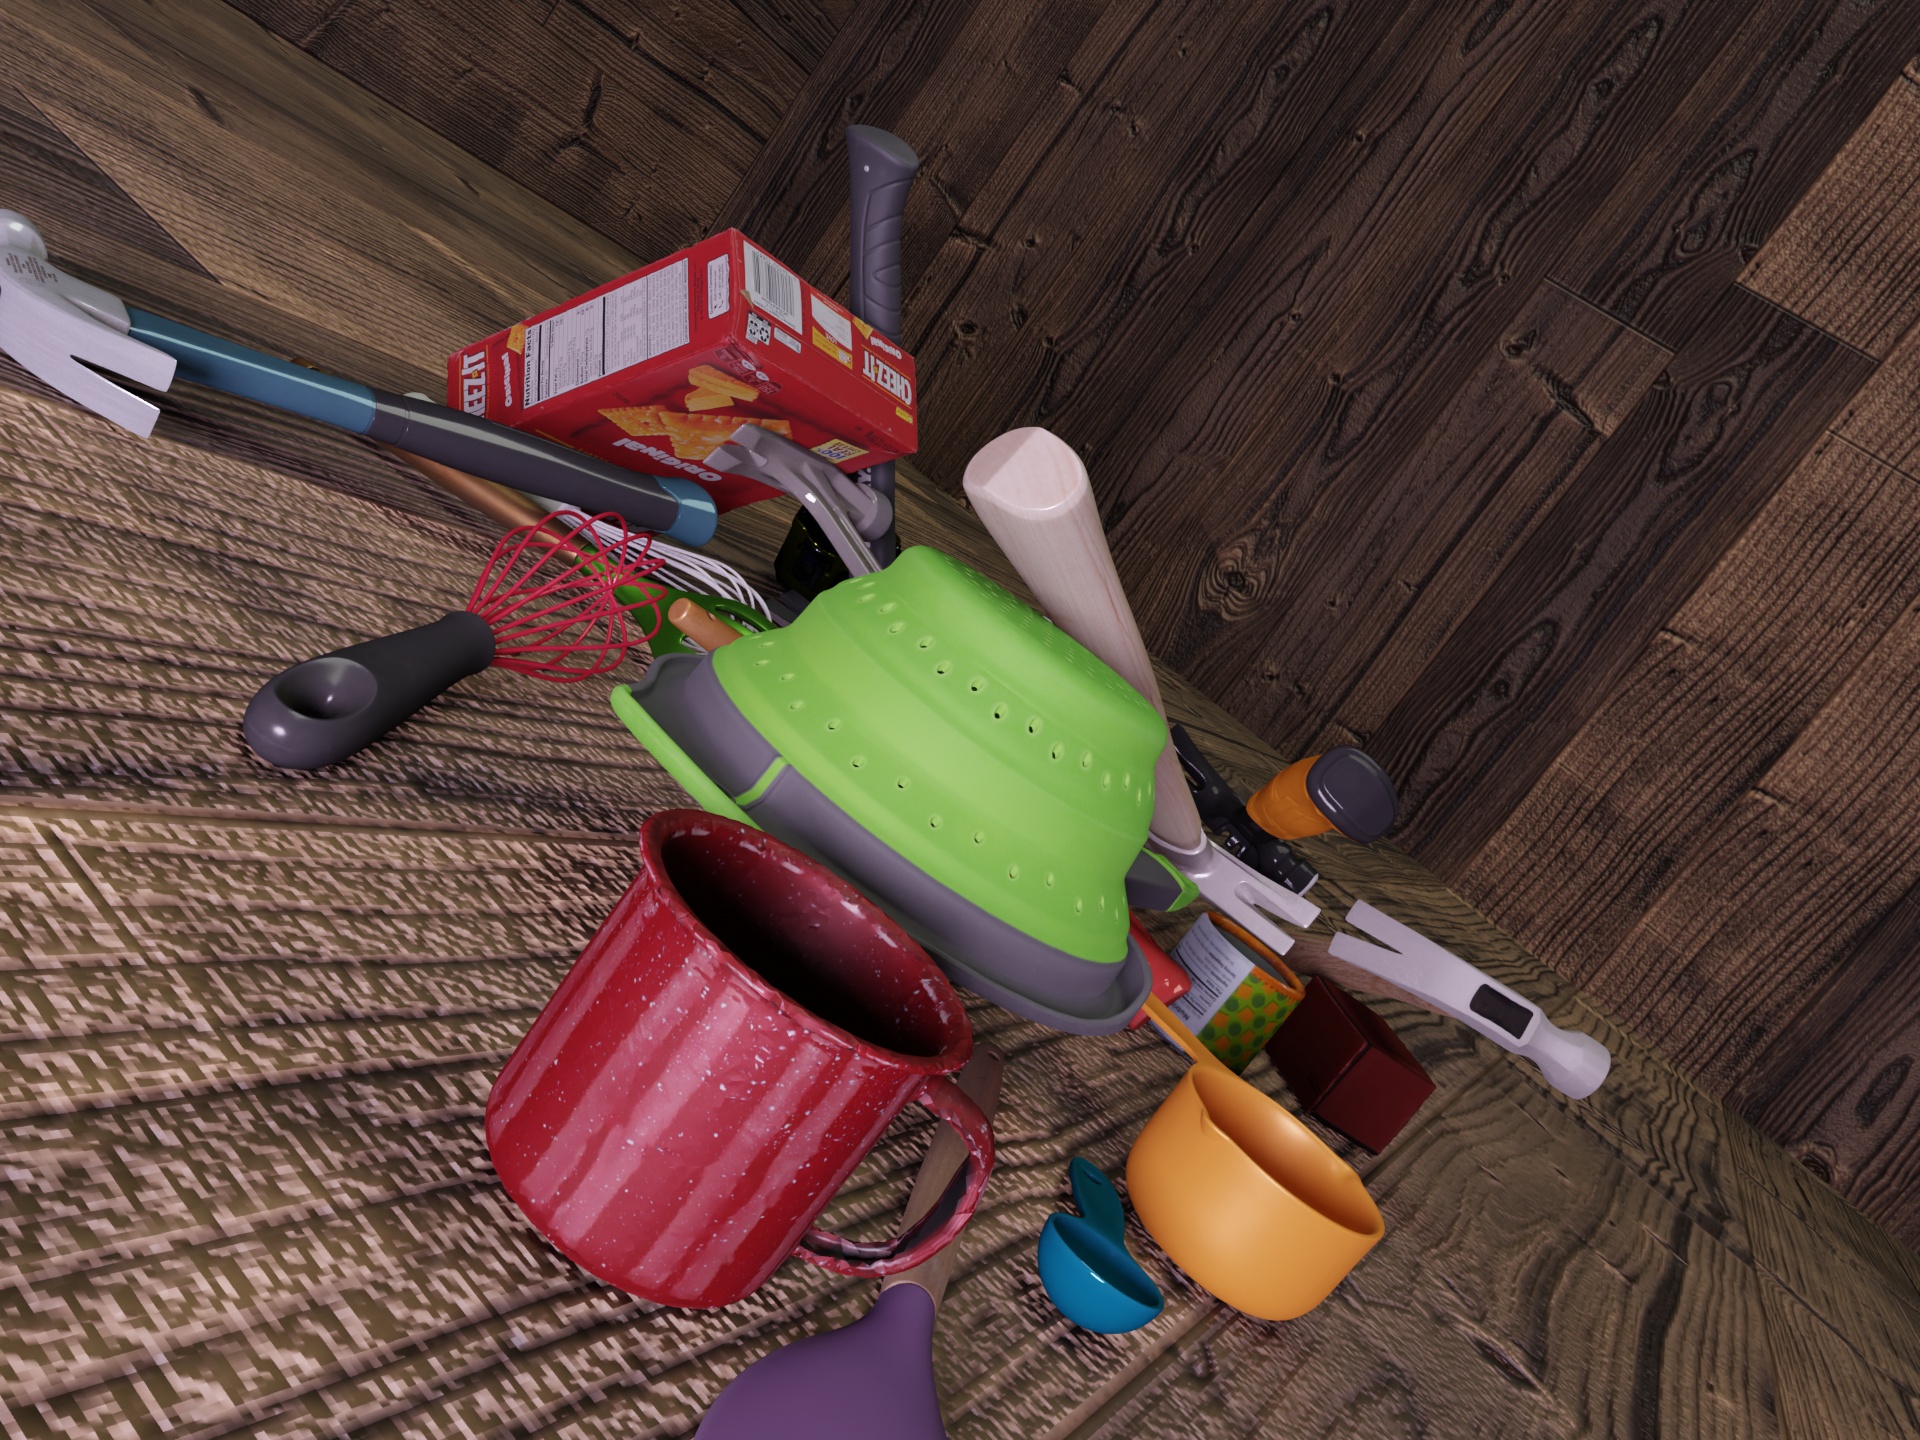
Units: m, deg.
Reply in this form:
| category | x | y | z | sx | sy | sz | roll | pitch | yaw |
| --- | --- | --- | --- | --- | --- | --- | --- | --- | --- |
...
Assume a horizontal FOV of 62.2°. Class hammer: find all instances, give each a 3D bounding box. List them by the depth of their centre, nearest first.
| category | x | y | z | sx | sy | sz | roll | pitch | yaw |
| --- | --- | --- | --- | --- | --- | --- | --- | --- | --- |
| hammer | 0.081 | 0.002 | 0.696 | 0.146 | 0.038 | 0.410 | 37 | -9 | 25 |
| hammer | -0.254 | -0.135 | 0.711 | 0.330 | 0.033 | 0.128 | 14 | 24 | -42 |
| hammer | -0.001 | -0.003 | 0.813 | 0.359 | 0.036 | 0.149 | 56 | 18 | 21 |
| hammer | 0.160 | 0.040 | 0.817 | 0.127 | 0.034 | 0.337 | 47 | -3 | 6 |
| hammer | 0.225 | 0.141 | 0.915 | 0.130 | 0.031 | 0.331 | 34 | -8 | -9 |
| hammer | -0.057 | -0.186 | 0.972 | 0.146 | 0.334 | 0.035 | 16 | 28 | 28 |

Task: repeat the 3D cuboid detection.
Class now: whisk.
| category | x | y | z | sx | sy | sz | roll | pitch | yaw |
| --- | --- | --- | --- | --- | --- | --- | --- | --- | --- |
| whisk | -0.174 | -0.032 | 0.586 | 0.073 | 0.073 | 0.296 | 36 | 16 | -2 |
| whisk | -0.203 | -0.102 | 0.840 | 0.246 | 0.059 | 0.057 | 34 | -28 | 9 |

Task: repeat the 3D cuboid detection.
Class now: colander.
| category | x | y | z | sx | sy | sz | roll | pitch | yaw |
| --- | --- | --- | --- | --- | --- | --- | --- | --- | --- |
| colander | 0.039 | 0.020 | 0.617 | 0.205 | 0.094 | 0.396 | 41 | 10 | 27 |

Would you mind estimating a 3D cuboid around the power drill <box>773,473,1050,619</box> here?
| category | x | y | z | sx | sy | sz | roll | pitch | yaw |
| --- | --- | --- | --- | --- | --- | --- | --- | --- | --- |
| power drill | -0.020 | -0.082 | 1.105 | 0.223 | 0.080 | 0.171 | 37 | -23 | -4 |

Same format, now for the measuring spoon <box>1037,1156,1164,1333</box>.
| category | x | y | z | sx | sy | sz | roll | pitch | yaw |
| --- | --- | --- | --- | --- | --- | --- | --- | --- | --- |
| measuring spoon | 0.040 | 0.168 | 0.514 | 0.042 | 0.021 | 0.128 | 36 | 1 | 3 |

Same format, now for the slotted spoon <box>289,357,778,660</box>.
| category | x | y | z | sx | sy | sz | roll | pitch | yaw |
| --- | --- | --- | --- | --- | --- | --- | --- | --- | --- |
| slotted spoon | -0.209 | -0.094 | 0.788 | 0.314 | 0.031 | 0.070 | 33 | 51 | 7 |

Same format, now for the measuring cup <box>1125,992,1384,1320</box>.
| category | x | y | z | sx | sy | sz | roll | pitch | yaw |
| --- | --- | --- | --- | --- | --- | --- | --- | --- | --- |
| measuring cup | 0.083 | 0.153 | 0.608 | 0.095 | 0.052 | 0.174 | 28 | 11 | -40 |

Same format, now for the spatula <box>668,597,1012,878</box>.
| category | x | y | z | sx | sy | sz | roll | pitch | yaw |
| --- | --- | --- | --- | --- | --- | --- | --- | --- | --- |
| spatula | -0.028 | 0.016 | 0.802 | 0.322 | 0.041 | 0.081 | 38 | 22 | -46 |

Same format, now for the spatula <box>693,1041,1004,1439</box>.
| category | x | y | z | sx | sy | sz | roll | pitch | yaw |
| --- | --- | --- | --- | --- | --- | --- | --- | --- | --- |
| spatula | -0.012 | 0.143 | 0.426 | 0.060 | 0.018 | 0.316 | 33 | 11 | 3 |

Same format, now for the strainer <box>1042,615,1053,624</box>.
| category | x | y | z | sx | sy | sz | roll | pitch | yaw |
| --- | --- | --- | --- | --- | --- | --- | --- | --- | --- |
| strainer | 0.052 | -0.034 | 0.913 | 0.087 | 0.050 | 0.258 | 51 | -3 | -10 |

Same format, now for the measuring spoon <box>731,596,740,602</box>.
| category | x | y | z | sx | sy | sz | roll | pitch | yaw |
| --- | --- | --- | --- | --- | --- | --- | --- | --- | --- |
| measuring spoon | -0.119 | -0.049 | 0.966 | 0.034 | 0.018 | 0.124 | 28 | 6 | -38 |
